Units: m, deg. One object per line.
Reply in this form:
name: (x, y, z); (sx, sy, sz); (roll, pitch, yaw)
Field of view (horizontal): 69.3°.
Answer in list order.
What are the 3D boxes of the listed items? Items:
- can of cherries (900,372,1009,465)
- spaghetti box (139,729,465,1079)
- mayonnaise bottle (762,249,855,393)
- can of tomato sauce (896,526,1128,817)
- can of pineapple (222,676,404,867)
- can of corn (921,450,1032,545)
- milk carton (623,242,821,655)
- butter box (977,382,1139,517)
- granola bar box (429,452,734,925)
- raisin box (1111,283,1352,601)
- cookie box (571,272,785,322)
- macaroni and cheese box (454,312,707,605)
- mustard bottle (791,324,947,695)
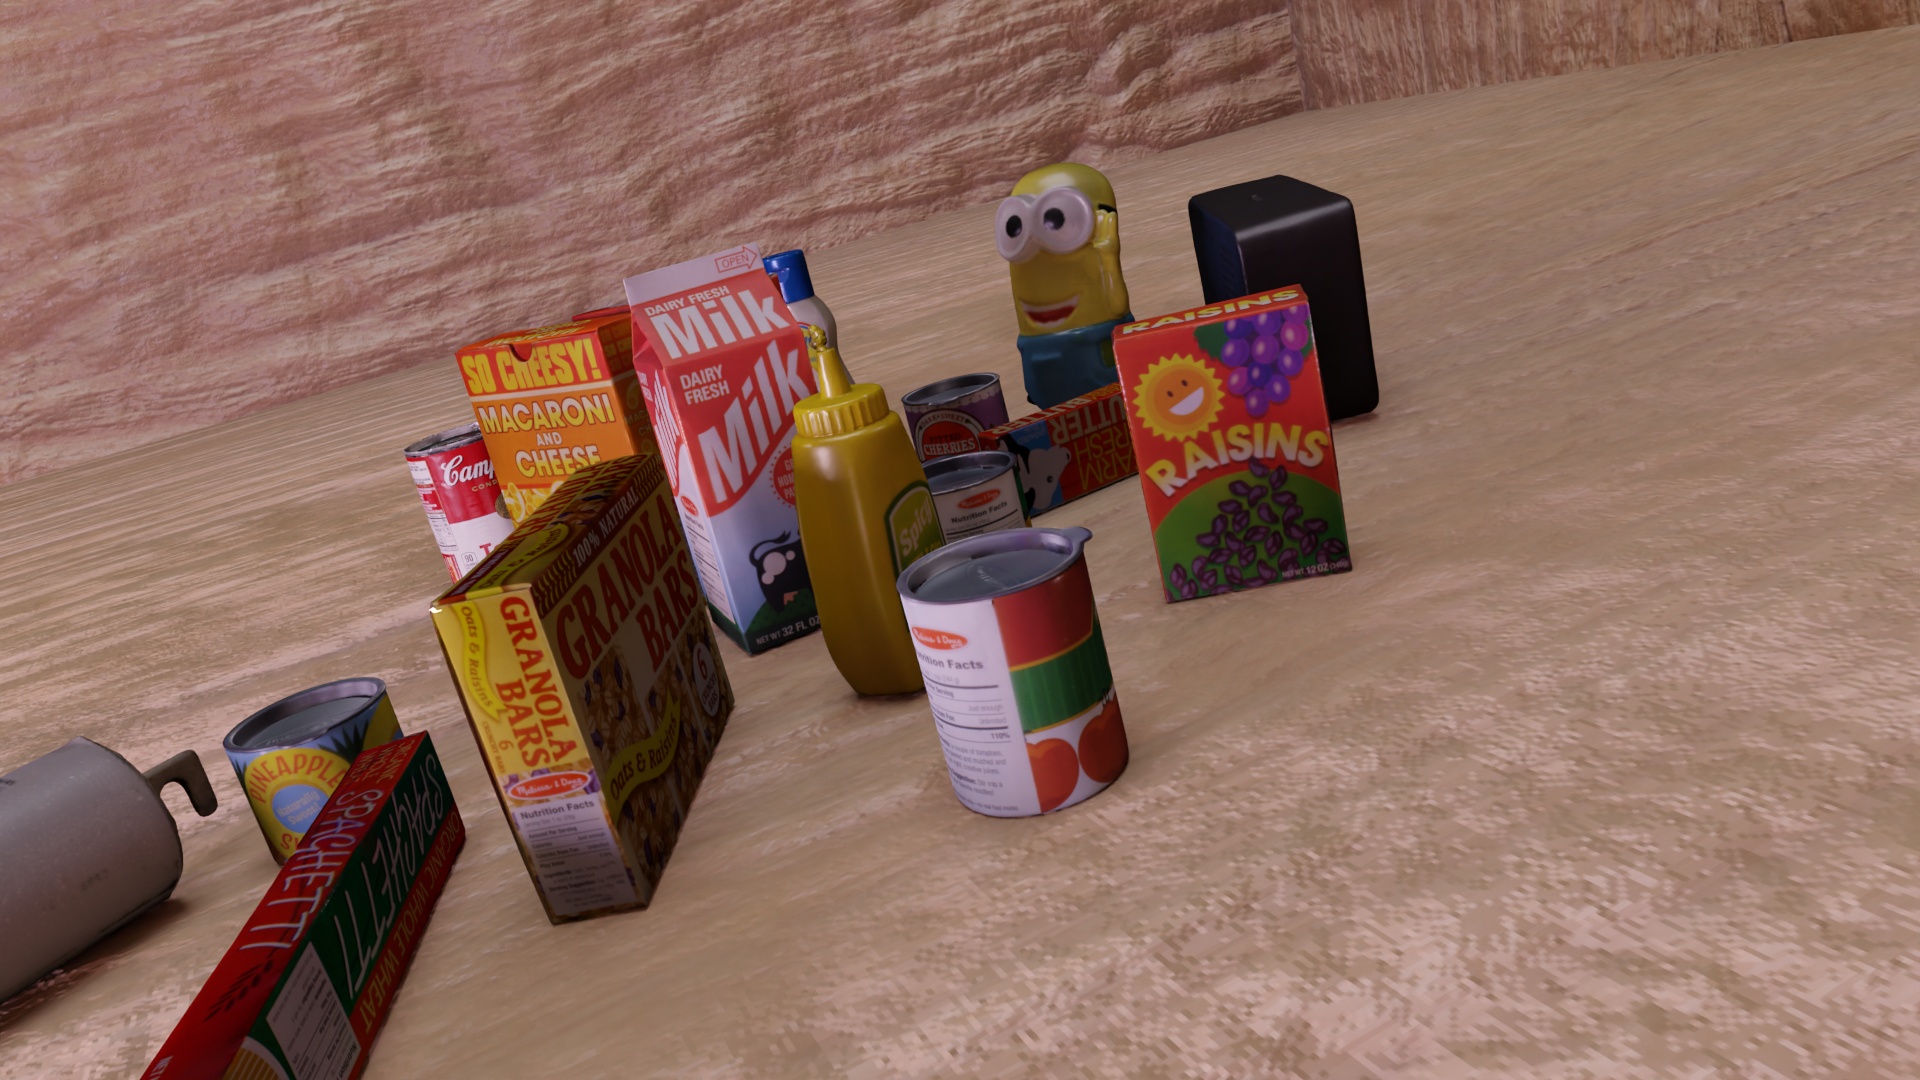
can of cherries: (-0.001, -0.072, 0.909); (0.071, 0.058, 0.072); (-13, 17, 4)
spaghetti box: (-0.204, 0.135, 0.445); (0.029, 0.050, 0.251); (-15, 18, -3)
mayonnaise bottle: (-0.126, -0.159, 1.125); (0.065, 0.147, 0.041); (-11, 17, 10)
can of tomato sauce: (0.021, 0.045, 0.493); (0.071, 0.083, 0.071); (-13, 17, 4)
can of pineapple: (-0.270, 0.099, 0.593); (0.071, 0.057, 0.071); (-13, 17, 4)
can of corn: (0.003, -0.009, 0.713); (0.071, 0.058, 0.071); (-13, 17, 4)
milk carton: (-0.109, -0.048, 0.700); (0.072, 0.190, 0.073); (-21, 18, -20)
butter box: (0.062, -0.052, 0.808); (0.104, 0.053, 0.024); (-23, 19, -25)
granola bar box: (-0.137, 0.048, 0.538); (0.039, 0.123, 0.166); (-12, 17, 6)
raisin box: (0.121, -0.042, 0.616); (0.086, 0.123, 0.040); (-11, 17, 11)
cookie box: (-0.145, -0.063, 0.812); (0.123, 0.167, 0.040); (-6, 19, 25)
macaroni and cheese box: (-0.211, -0.039, 0.793); (0.123, 0.166, 0.040); (-2, 21, 35)
mustard bottle: (-0.041, -0.014, 0.594); (0.049, 0.159, 0.065); (-5, 20, 29)
